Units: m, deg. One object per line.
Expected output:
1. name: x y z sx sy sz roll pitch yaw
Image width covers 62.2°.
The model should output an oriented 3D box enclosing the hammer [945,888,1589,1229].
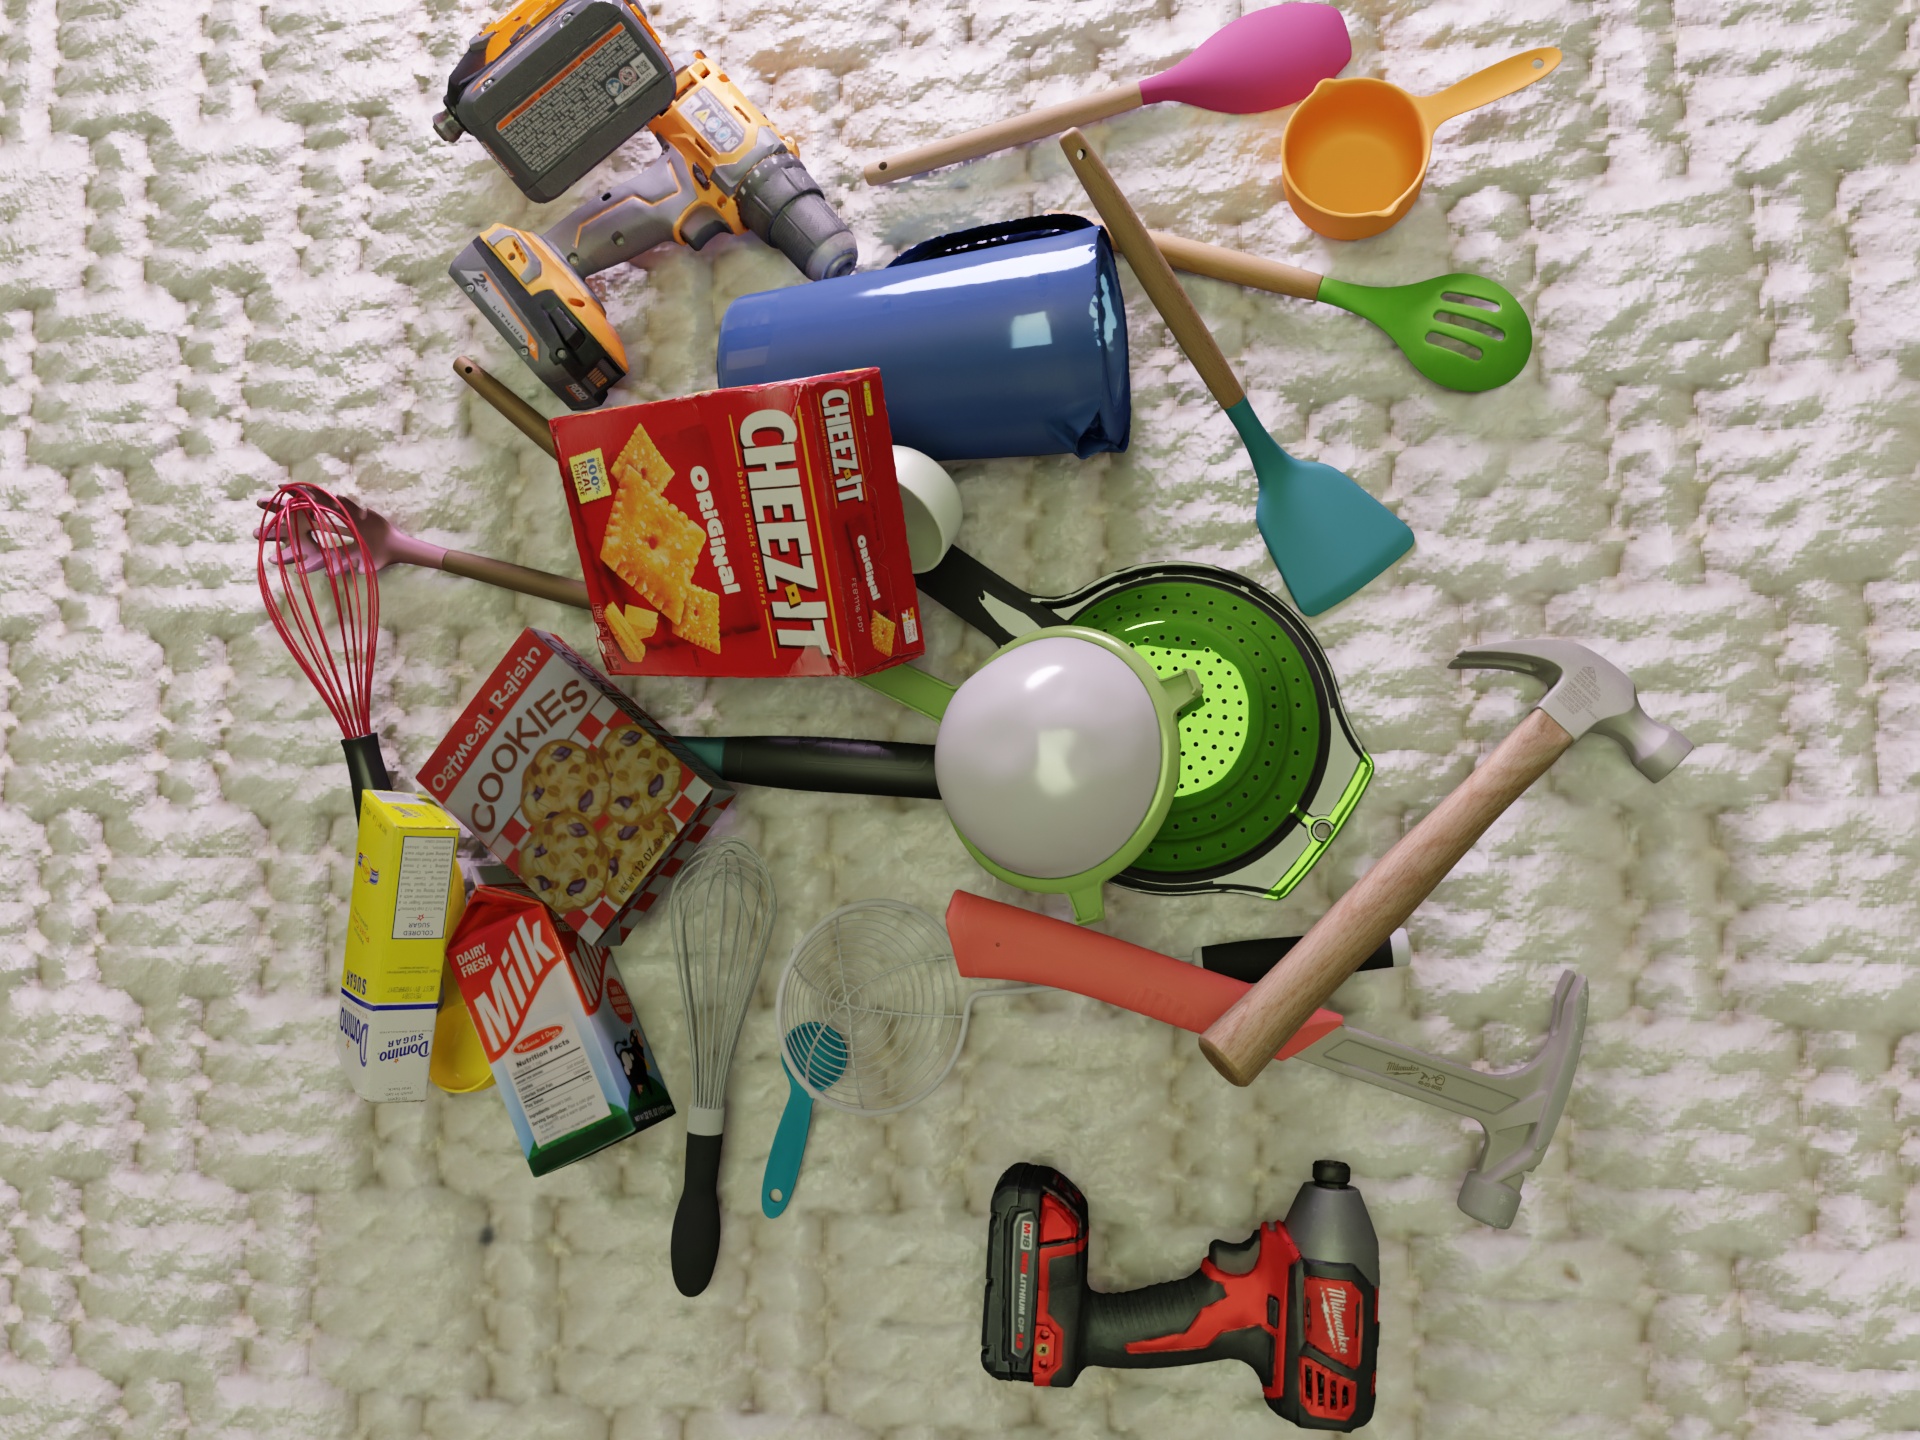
1. hammer: 0.165 0.157 0.892 0.359 0.036 0.149 19 89 0

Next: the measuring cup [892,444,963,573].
1. measuring cup: -0.074 -0.144 0.952 0.168 0.083 0.038 24 55 19

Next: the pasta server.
1. pasta server: -0.320 -0.100 1.057 0.316 0.040 0.060 15 101 11

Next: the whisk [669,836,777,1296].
1. whisk: -0.153 0.214 0.982 0.070 0.070 0.284 4 89 11

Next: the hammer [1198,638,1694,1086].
1. hammer: 0.254 0.075 0.881 0.331 0.031 0.130 -41 76 -15

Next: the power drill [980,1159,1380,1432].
1. power drill: 0.127 0.316 0.907 0.219 0.078 0.143 3 84 8

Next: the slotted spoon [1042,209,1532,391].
1. slotted spoon: 0.197 -0.272 0.983 0.314 0.031 0.070 19 90 14

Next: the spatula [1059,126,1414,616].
1. spatula: 0.152 -0.208 0.932 0.082 0.044 0.317 -36 109 5

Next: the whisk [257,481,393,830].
1. whisk: -0.397 -0.008 1.034 0.073 0.073 0.296 -11 96 9

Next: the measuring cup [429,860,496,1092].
1. measuring cup: -0.323 0.165 1.039 0.062 0.029 0.157 -15 69 9

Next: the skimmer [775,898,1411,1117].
1. skimmer: 0.078 0.154 0.924 0.363 0.090 0.127 -7 88 9

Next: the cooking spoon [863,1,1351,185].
1. cooking spoon: 0.090 -0.395 1.021 0.319 0.017 0.069 -14 80 8

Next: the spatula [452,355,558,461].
1. spatula: -0.221 -0.148 1.053 0.316 0.018 0.060 39 82 12

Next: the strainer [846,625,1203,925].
1. strainer: -0.001 -0.003 0.894 0.256 0.069 0.151 26 96 31

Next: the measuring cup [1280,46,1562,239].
1. measuring cup: 0.278 -0.355 0.965 0.173 0.052 0.095 -24 80 5

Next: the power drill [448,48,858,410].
1. power drill: -0.193 -0.303 1.037 0.226 0.084 0.185 -41 78 -1

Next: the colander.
1. colander: 0.056 -0.045 0.949 0.397 0.094 0.204 35 91 12

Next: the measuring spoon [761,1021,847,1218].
1. measuring spoon: -0.100 0.247 0.989 0.042 0.021 0.128 17 96 11

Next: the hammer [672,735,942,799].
1. hammer: -0.133 0.023 0.996 0.331 0.033 0.128 3 85 17

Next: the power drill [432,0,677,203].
1. power drill: -0.267 -0.407 1.011 0.164 0.084 0.227 -37 36 6
